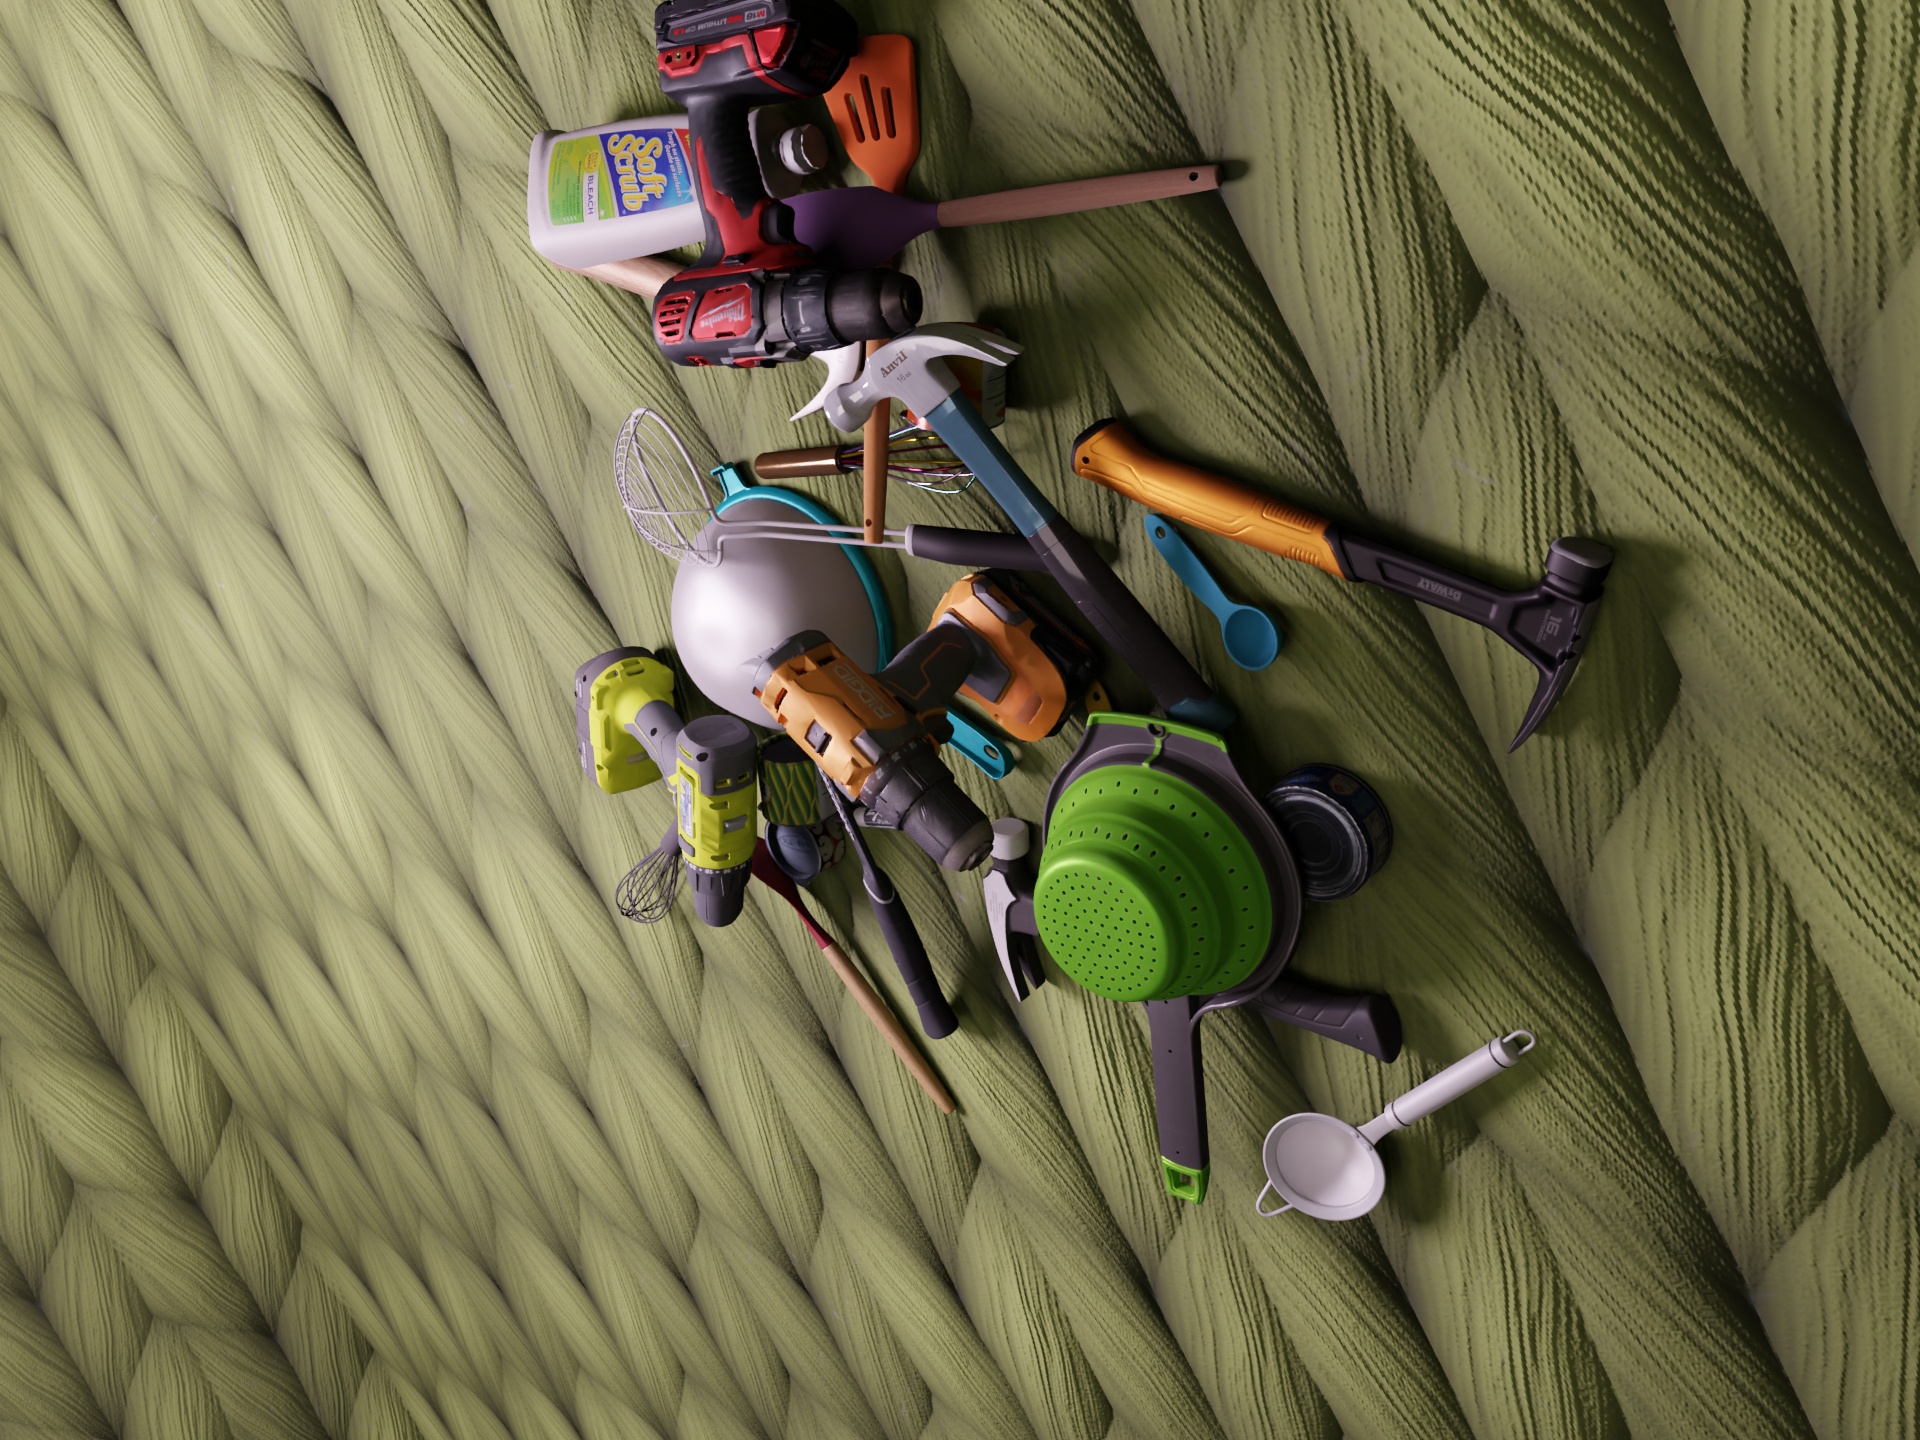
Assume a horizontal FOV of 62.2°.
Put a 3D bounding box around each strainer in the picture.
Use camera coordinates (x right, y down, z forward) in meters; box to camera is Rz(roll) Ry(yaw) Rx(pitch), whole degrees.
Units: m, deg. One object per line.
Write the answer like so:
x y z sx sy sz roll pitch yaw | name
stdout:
0.294 0.271 1.080 0.087 0.050 0.258 46 130 4 | strainer
-0.113 -0.039 1.231 0.341 0.095 0.210 35 132 24 | strainer

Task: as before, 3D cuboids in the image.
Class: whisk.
-0.269 0.120 1.496 0.055 0.055 0.239 47 131 12 | whisk
-0.066 -0.188 1.150 0.245 0.047 0.051 5 110 45 | whisk

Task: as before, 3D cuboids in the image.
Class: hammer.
0.159 0.179 1.153 0.335 0.035 0.146 16 121 35 | hammer
0.208 -0.102 0.954 0.337 0.034 0.127 28 127 28 | hammer
-0.073 0.112 1.233 0.149 0.036 0.408 44 160 48 | hammer
0.061 -0.115 1.025 0.128 0.033 0.331 -33 103 37 | hammer
-0.194 -0.318 1.196 0.331 0.031 0.130 25 127 30 | hammer

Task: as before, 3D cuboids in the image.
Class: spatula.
0.011 -0.314 0.985 0.316 0.018 0.060 2 96 29 | spatula
-0.059 -0.279 1.053 0.081 0.041 0.322 6 98 34 | spatula

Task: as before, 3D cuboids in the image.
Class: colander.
0.126 0.193 1.093 0.205 0.094 0.396 12 120 36 | colander

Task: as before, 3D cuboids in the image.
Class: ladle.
-0.102 0.220 1.407 0.031 0.069 0.315 -37 91 8 | ladle

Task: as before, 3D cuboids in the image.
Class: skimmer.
-0.084 -0.153 1.135 0.363 0.090 0.127 7 136 14 | skimmer

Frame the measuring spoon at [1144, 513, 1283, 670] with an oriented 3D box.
0.164 -0.087 1.019 0.129 0.021 0.042 53 138 19 | measuring spoon

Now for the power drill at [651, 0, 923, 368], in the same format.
-0.110 -0.338 1.003 0.188 0.080 0.226 2 95 29 | power drill

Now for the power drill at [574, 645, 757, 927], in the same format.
-0.247 0.053 1.369 0.229 0.080 0.190 38 134 42 | power drill

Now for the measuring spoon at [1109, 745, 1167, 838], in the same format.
0.120 0.053 1.097 0.021 0.011 0.116 46 129 25 | measuring spoon

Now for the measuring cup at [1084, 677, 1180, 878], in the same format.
0.124 0.040 1.121 0.062 0.029 0.156 -23 85 45 | measuring cup

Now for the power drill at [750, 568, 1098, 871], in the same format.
-0.002 -0.003 1.049 0.185 0.226 0.084 44 131 17 | power drill
